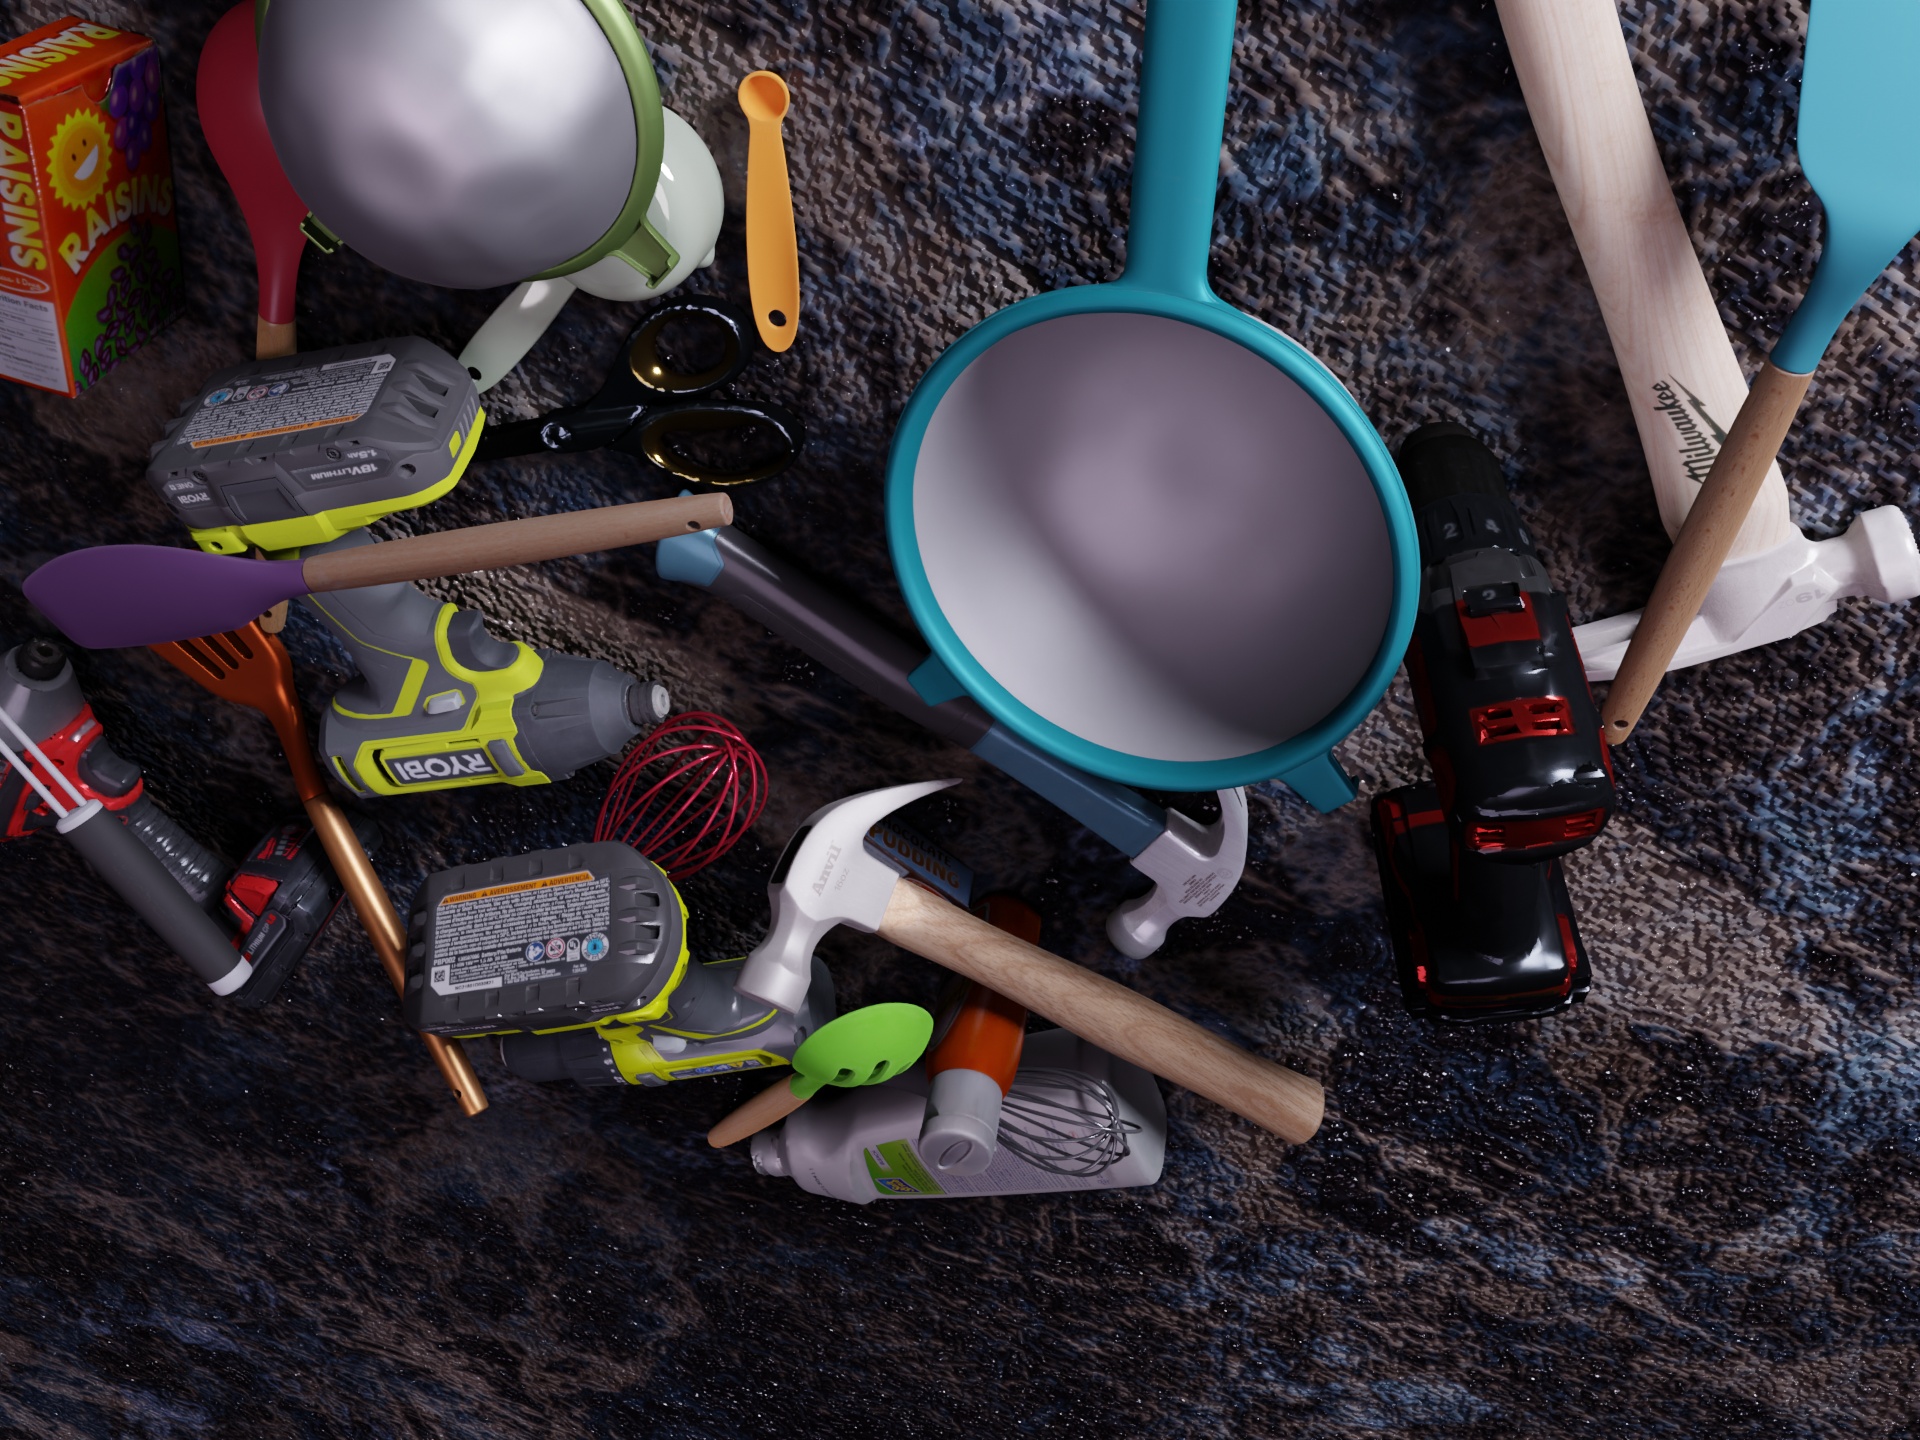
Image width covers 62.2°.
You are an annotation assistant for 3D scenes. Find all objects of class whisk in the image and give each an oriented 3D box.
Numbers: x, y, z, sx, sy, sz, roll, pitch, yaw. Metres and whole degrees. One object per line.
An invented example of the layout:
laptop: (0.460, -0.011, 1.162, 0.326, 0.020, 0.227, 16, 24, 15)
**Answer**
whisk: (-0.006, 0.195, 0.863, 0.239, 0.055, 0.055, 8, 134, 39)
whisk: (-0.189, 0.085, 0.854, 0.073, 0.073, 0.295, 35, 132, -16)

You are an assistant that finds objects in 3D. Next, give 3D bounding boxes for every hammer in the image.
hammer: (0.055, 0.133, 0.778, 0.331, 0.130, 0.031, 29, 162, -24)
hammer: (-0.001, -0.002, 0.759, 0.331, 0.033, 0.128, 33, 127, -14)
hammer: (0.224, -0.186, 0.569, 0.146, 0.038, 0.410, -18, 122, 25)

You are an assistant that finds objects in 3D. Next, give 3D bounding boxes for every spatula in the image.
spatula: (0.289, -0.112, 0.574, 0.082, 0.044, 0.317, 11, 135, 6)
spatula: (-0.243, -0.065, 0.650, 0.316, 0.018, 0.059, -7, 141, 12)
spatula: (-0.330, 0.064, 0.826, 0.081, 0.041, 0.322, -27, 91, 28)

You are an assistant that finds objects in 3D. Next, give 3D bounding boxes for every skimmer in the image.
skimmer: (-0.463, 0.012, 0.745, 0.127, 0.090, 0.363, -31, 117, -3)

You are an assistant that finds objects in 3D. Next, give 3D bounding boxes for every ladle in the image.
ladle: (-0.304, -0.158, 0.705, 0.069, 0.031, 0.315, 19, 130, -4)

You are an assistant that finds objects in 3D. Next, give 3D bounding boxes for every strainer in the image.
strainer: (-0.184, -0.242, 0.516, 0.151, 0.069, 0.256, 8, 138, 6)
strainer: (0.084, -0.135, 0.596, 0.211, 0.095, 0.340, 15, 127, 19)

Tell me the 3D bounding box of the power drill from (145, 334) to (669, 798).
power drill: (-0.245, -0.057, 0.730, 0.171, 0.080, 0.223, -7, 136, 11)

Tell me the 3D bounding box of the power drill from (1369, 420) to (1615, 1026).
power drill: (0.212, 0.008, 0.658, 0.080, 0.188, 0.226, -8, 144, 10)

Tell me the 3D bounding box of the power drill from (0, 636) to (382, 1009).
power drill: (-0.441, 0.050, 0.866, 0.219, 0.079, 0.143, 35, 126, -12)

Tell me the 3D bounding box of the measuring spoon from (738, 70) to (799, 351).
measuring spoon: (-0.075, -0.201, 0.636, 0.021, 0.011, 0.116, 6, 132, 5)

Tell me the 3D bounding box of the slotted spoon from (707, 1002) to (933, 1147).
slotted spoon: (-0.093, 0.208, 0.883, 0.070, 0.031, 0.313, 0, 158, -25)

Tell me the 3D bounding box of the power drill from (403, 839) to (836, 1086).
power drill: (-0.187, 0.142, 0.825, 0.190, 0.080, 0.228, -10, 155, 11)

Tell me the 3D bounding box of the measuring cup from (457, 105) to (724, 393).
measuring cup: (-0.166, -0.180, 0.649, 0.083, 0.038, 0.167, 41, 122, -20)
